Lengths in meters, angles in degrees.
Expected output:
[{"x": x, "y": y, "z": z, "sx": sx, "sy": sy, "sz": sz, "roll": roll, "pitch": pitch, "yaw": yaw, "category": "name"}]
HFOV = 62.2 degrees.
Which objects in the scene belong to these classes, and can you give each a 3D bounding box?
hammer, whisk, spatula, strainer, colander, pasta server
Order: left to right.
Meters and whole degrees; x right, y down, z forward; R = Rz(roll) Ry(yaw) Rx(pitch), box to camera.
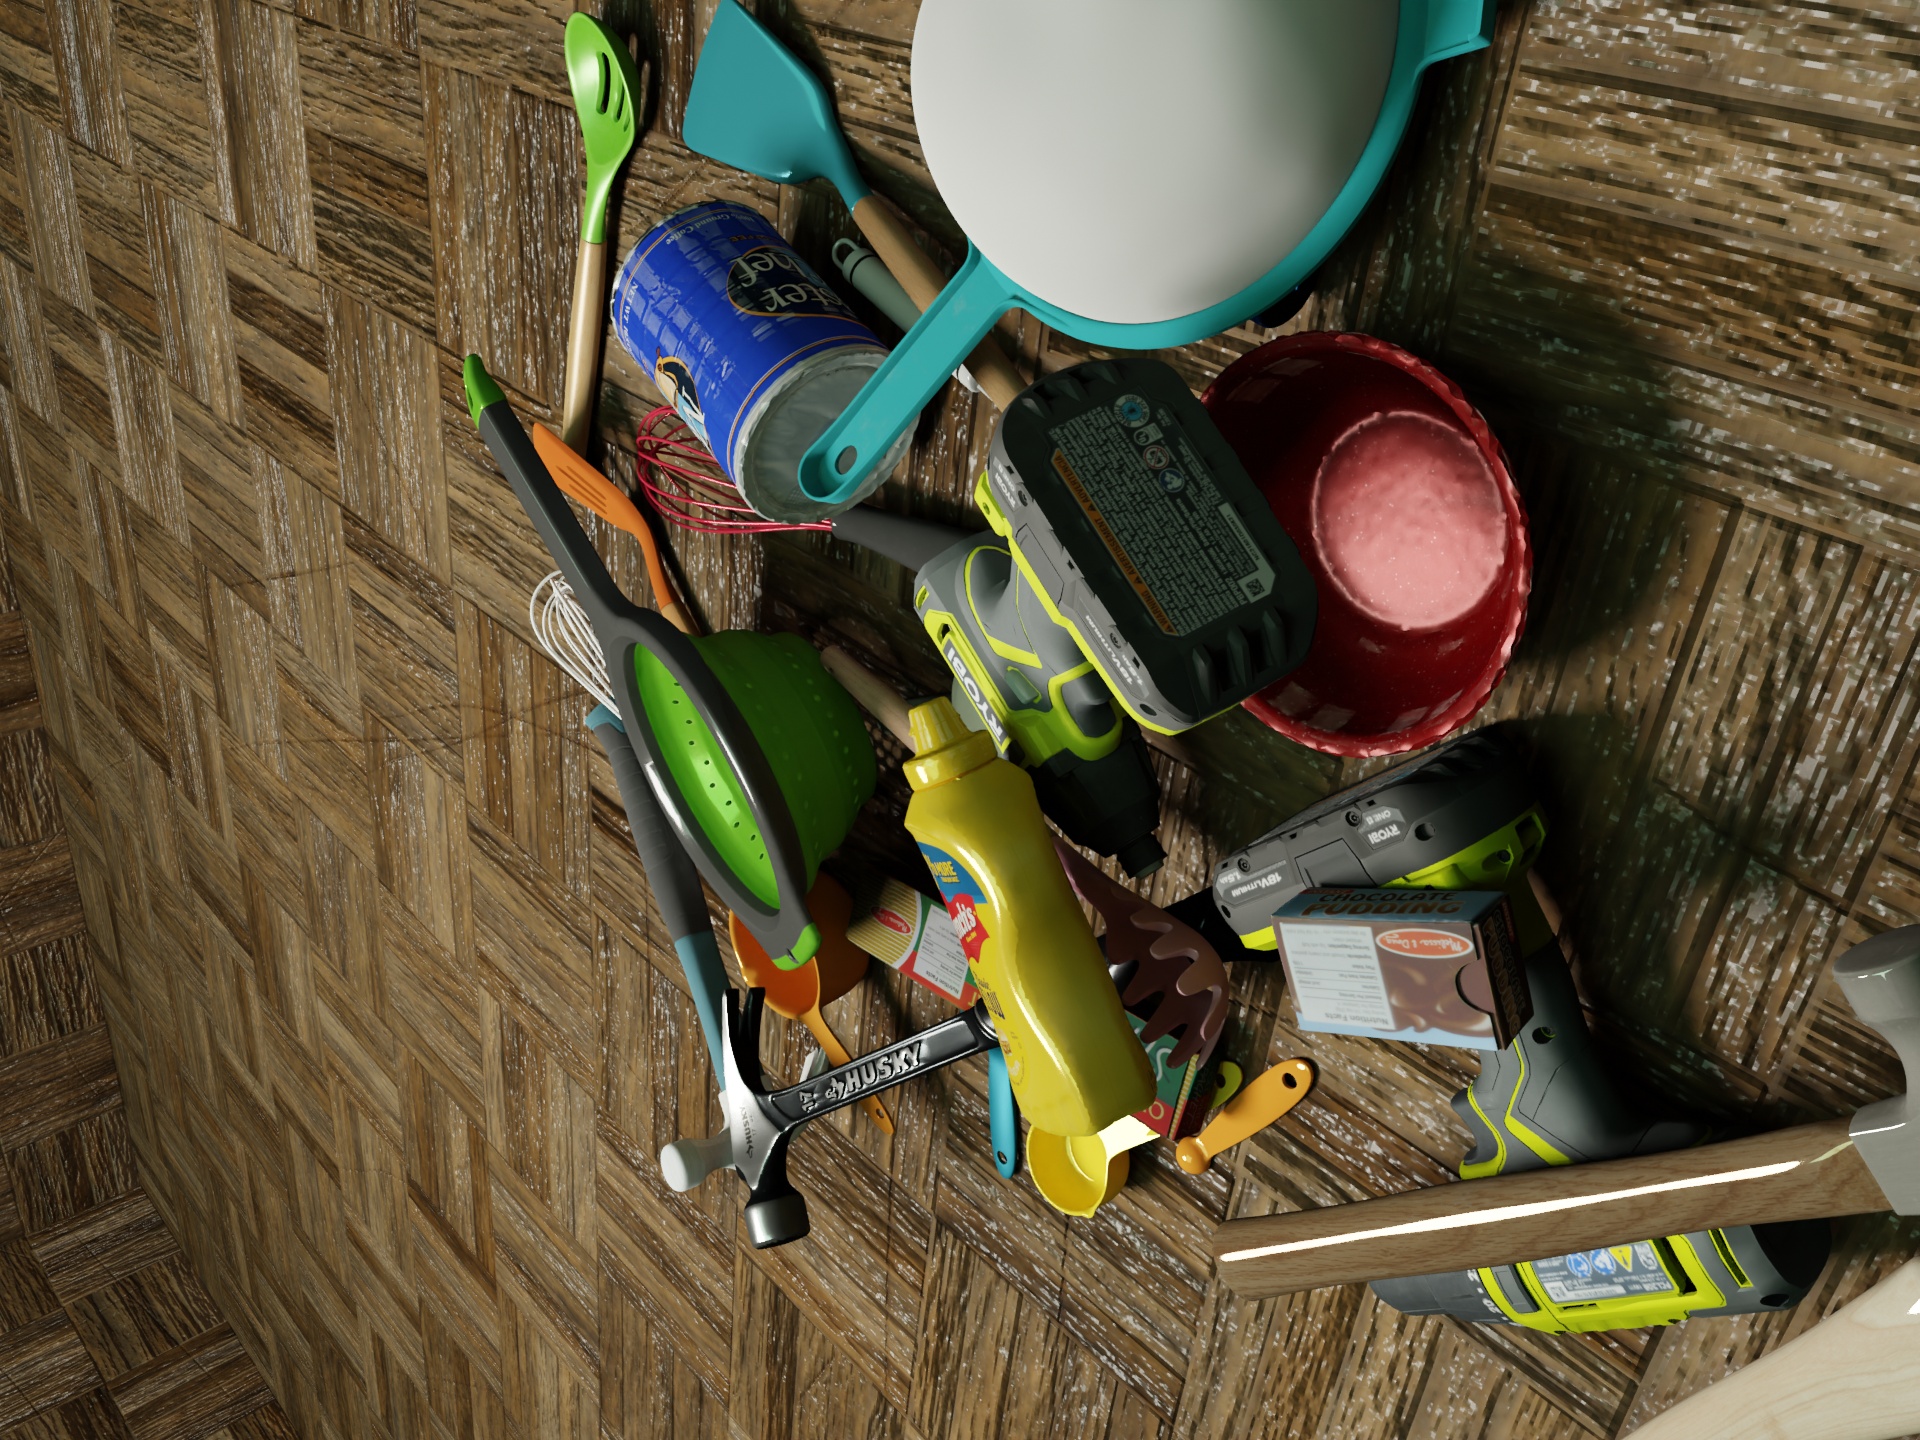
[{"x": -0.201, "y": 0.010, "z": 1.039, "sx": 0.246, "sy": 0.059, "sz": 0.058, "roll": 59, "pitch": 165, "yaw": -5, "category": "whisk"}, {"x": -0.182, "y": -0.048, "z": 1.014, "sx": 0.323, "sy": 0.041, "sz": 0.081, "roll": 61, "pitch": 164, "yaw": 7, "category": "spatula"}, {"x": -0.181, "y": 0.130, "z": 1.048, "sx": 0.033, "sy": 0.128, "sz": 0.331, "roll": -40, "pitch": 66, "yaw": 48, "category": "hammer"}, {"x": -0.155, "y": -0.053, "z": 0.912, "sx": 0.397, "sy": 0.094, "sz": 0.204, "roll": 59, "pitch": 157, "yaw": 6, "category": "colander"}, {"x": -0.075, "y": -0.113, "z": 0.856, "sx": 0.296, "sy": 0.073, "sz": 0.073, "roll": 23, "pitch": 123, "yaw": 34, "category": "whisk"}, {"x": -0.043, "y": -0.228, "z": 0.756, "sx": 0.318, "sy": 0.044, "sz": 0.082, "roll": 56, "pitch": 135, "yaw": 31, "category": "spatula"}, {"x": 0.005, "y": 0.158, "z": 0.830, "sx": 0.409, "sy": 0.036, "sz": 0.149, "roll": -31, "pitch": 65, "yaw": 37, "category": "hammer"}, {"x": 0.011, "y": -0.160, "z": 0.750, "sx": 0.259, "sy": 0.050, "sz": 0.087, "roll": 47, "pitch": 120, "yaw": 29, "category": "strainer"}, {"x": 0.015, "y": -0.208, "z": 0.609, "sx": 0.340, "sy": 0.095, "sz": 0.211, "roll": -46, "pitch": 66, "yaw": 30, "category": "strainer"}, {"x": 0.020, "y": 0.050, "z": 0.770, "sx": 0.316, "sy": 0.040, "sz": 0.060, "roll": 40, "pitch": 145, "yaw": 36, "category": "pasta server"}, {"x": 0.213, "y": 0.175, "z": 0.562, "sx": 0.331, "sy": 0.031, "sz": 0.130, "roll": -33, "pitch": 86, "yaw": 48, "category": "hammer"}, {"x": 0.265, "y": 0.325, "z": 0.671, "sx": 0.146, "sy": 0.038, "sz": 0.410, "roll": 49, "pitch": 136, "yaw": 25, "category": "hammer"}]

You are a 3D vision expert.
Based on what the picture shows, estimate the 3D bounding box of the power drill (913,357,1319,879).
[{"x": 0.055, "y": -0.030, "z": 0.649, "sx": 0.171, "sy": 0.080, "sz": 0.223, "roll": 59, "pitch": 163, "yaw": 11, "category": "power drill"}]

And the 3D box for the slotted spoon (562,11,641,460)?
[{"x": -0.230, "y": -0.275, "z": 0.983, "sx": 0.070, "sy": 0.031, "sz": 0.313, "roll": 43, "pitch": 136, "yaw": 29, "category": "slotted spoon"}]

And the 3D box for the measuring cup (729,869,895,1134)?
[{"x": -0.074, "y": 0.169, "z": 0.979, "sx": 0.174, "sy": 0.052, "sz": 0.095, "roll": 56, "pitch": 139, "yaw": 9, "category": "measuring cup"}]

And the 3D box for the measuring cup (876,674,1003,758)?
[{"x": -0.001, "y": -0.003, "z": 0.828, "sx": 0.167, "sy": 0.038, "sz": 0.083, "roll": -9, "pitch": 99, "yaw": 48, "category": "measuring cup"}]

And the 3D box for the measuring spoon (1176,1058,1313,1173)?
[{"x": 0.137, "y": 0.195, "z": 0.778, "sx": 0.021, "sy": 0.011, "sz": 0.116, "roll": 54, "pitch": 138, "yaw": 18, "category": "measuring spoon"}]

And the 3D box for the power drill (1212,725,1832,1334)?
[{"x": 0.199, "y": 0.136, "z": 0.633, "sx": 0.190, "sy": 0.080, "sz": 0.228, "roll": -33, "pitch": 83, "yaw": 49, "category": "power drill"}]

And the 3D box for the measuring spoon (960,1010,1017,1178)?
[{"x": 0.017, "y": 0.210, "z": 0.913, "sx": 0.042, "sy": 0.021, "sz": 0.128, "roll": 14, "pitch": 115, "yaw": 45, "category": "measuring spoon"}]

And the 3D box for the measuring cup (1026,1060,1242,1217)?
[{"x": 0.096, "y": 0.210, "z": 0.829, "sx": 0.156, "sy": 0.029, "sz": 0.062, "roll": -40, "pitch": 67, "yaw": 37, "category": "measuring cup"}]
